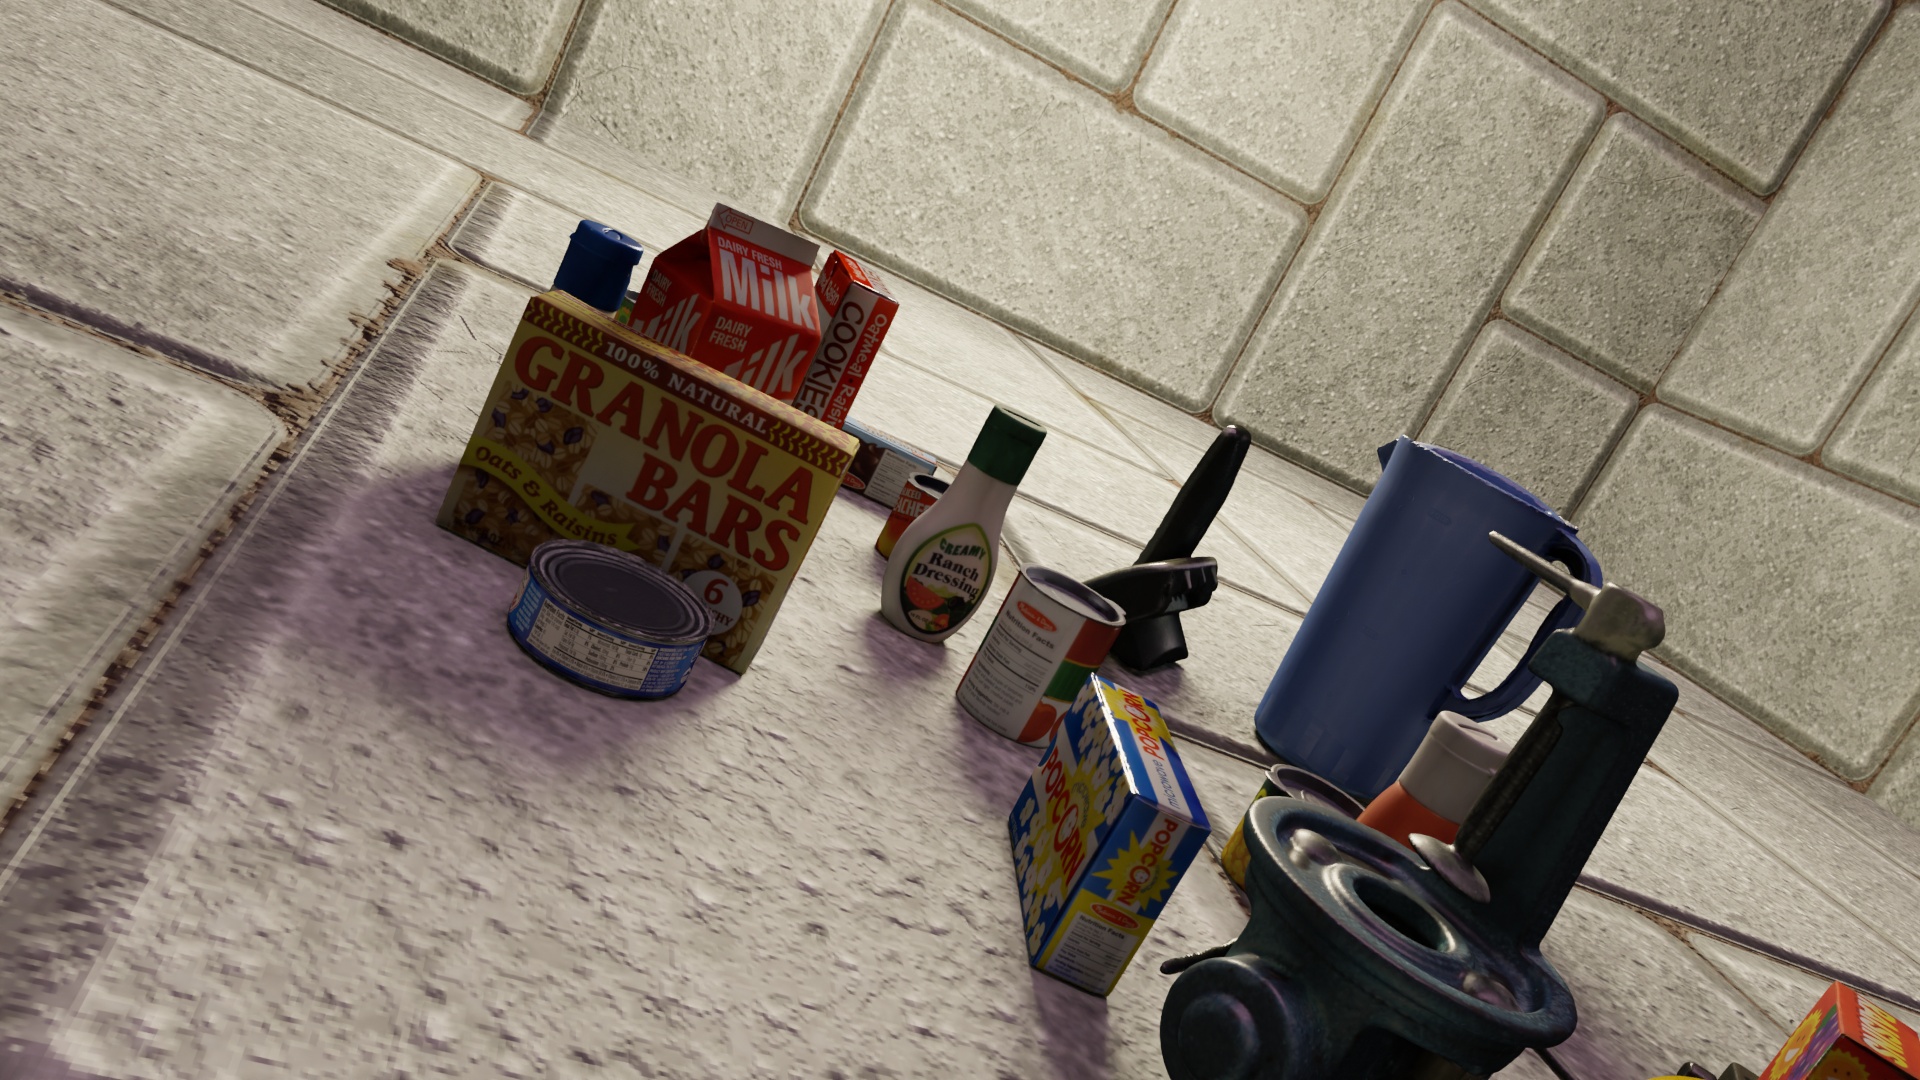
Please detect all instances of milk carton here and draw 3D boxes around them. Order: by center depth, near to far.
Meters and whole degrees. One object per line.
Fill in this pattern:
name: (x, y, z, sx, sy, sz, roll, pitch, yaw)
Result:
milk carton: (-0.141, -0.083, 0.747, 0.072, 0.190, 0.073, 14, 19, -45)

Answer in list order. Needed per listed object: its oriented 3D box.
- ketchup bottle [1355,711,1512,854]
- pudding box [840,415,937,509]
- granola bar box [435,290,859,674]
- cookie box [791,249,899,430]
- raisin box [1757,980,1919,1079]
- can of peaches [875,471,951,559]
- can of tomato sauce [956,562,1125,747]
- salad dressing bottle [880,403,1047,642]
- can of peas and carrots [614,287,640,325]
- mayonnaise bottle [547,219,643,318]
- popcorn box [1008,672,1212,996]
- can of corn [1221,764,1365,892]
ketchup bottle: (0.195, 0.148, 0.624, 0.065, 0.148, 0.044, 18, 16, -34)
pudding box: (-0.065, -0.059, 1.096, 0.084, 0.049, 0.030, 25, 14, -10)
granola bar box: (-0.149, -0.028, 0.671, 0.165, 0.124, 0.039, 27, 13, -2)
cookie box: (-0.103, -0.111, 0.967, 0.040, 0.167, 0.123, 23, 14, -19)
raisin box: (0.354, 0.255, 0.587, 0.040, 0.123, 0.086, 34, 15, 28)
can of peaches: (-0.021, -0.008, 0.978, 0.071, 0.058, 0.071, 26, 14, -7)
can of tomato sauce: (0.046, 0.065, 0.784, 0.071, 0.083, 0.071, 26, 13, -7)
salad dressing bottle: (0.003, -0.011, 0.843, 0.064, 0.147, 0.044, 23, 14, -19)
can of peas and carrots: (-0.249, -0.158, 1.093, 0.071, 0.058, 0.071, 26, 14, -7)
mayonnaise bottle: (-0.216, -0.098, 0.750, 0.041, 0.147, 0.065, 24, 14, -16)
popcorn box: (0.060, 0.122, 0.600, 0.038, 0.085, 0.127, 25, 14, -9)
can of corn: (0.178, 0.161, 0.738, 0.071, 0.058, 0.071, 26, 14, -7)
